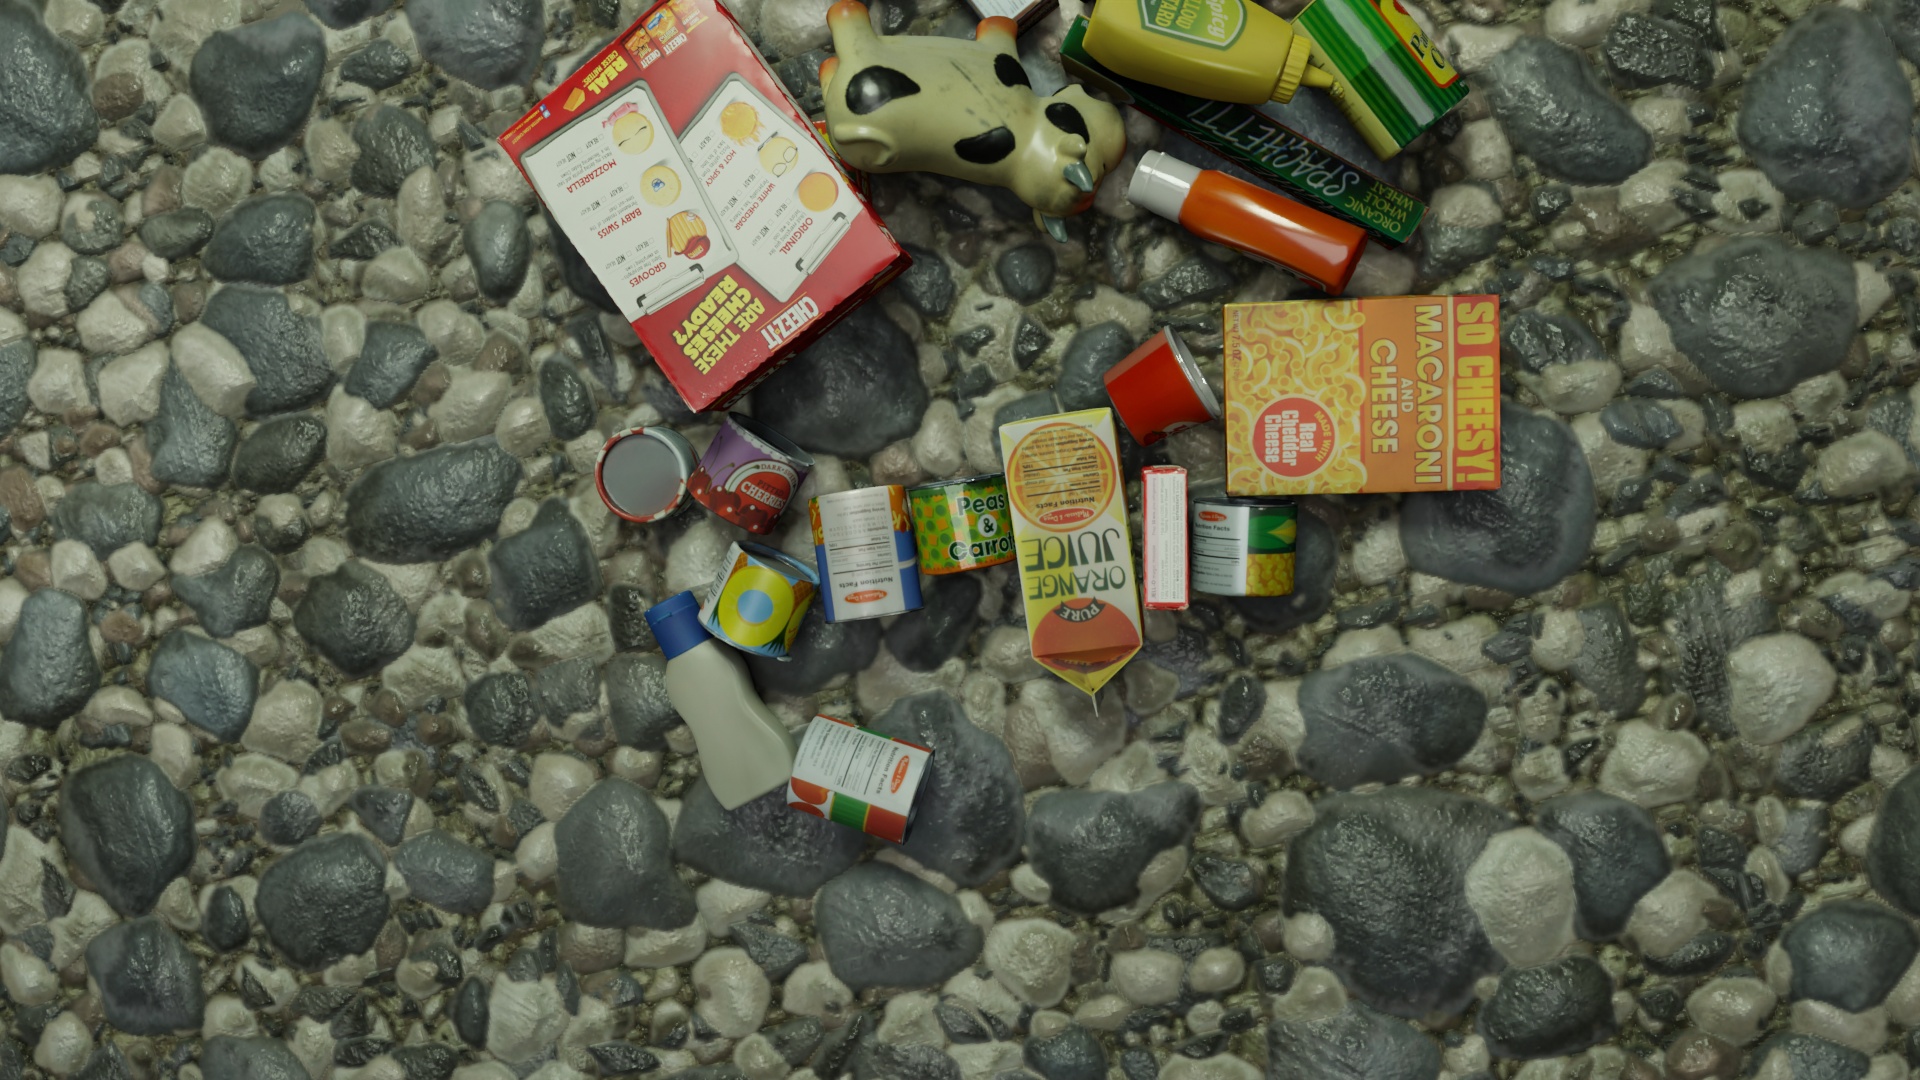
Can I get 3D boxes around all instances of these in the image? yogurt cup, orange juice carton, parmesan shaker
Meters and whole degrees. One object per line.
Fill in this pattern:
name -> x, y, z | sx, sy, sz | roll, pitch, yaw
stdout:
yogurt cup -> 0.127, -0.096, 0.889 | 0.054, 0.072, 0.072 | -29, 90, 17
orange juice carton -> 0.077, 0.014, 0.898 | 0.073, 0.072, 0.192 | -8, 93, 8
parmesan shaker -> 0.255, -0.294, 0.856 | 0.071, 0.071, 0.103 | -40, 92, 9

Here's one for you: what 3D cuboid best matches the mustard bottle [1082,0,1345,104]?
mustard bottle -> 0.157, -0.297, 0.832 | 0.160, 0.048, 0.065 | 18, 72, -1

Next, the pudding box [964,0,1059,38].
pudding box -> 0.020, -0.368, 0.899 | 0.049, 0.030, 0.083 | -38, 89, 10

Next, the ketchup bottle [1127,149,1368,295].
ketchup bottle -> 0.180, -0.203, 0.876 | 0.149, 0.065, 0.043 | 27, 110, 13

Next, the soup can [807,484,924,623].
soup can -> -0.063, 0.009, 0.919 | 0.071, 0.071, 0.083 | -9, 89, 8

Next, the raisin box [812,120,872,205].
raisin box -> -0.122, -0.228, 0.923 | 0.123, 0.040, 0.086 | -5, 93, 9

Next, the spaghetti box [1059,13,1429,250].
spaghetti box -> 0.176, -0.256, 0.876 | 0.250, 0.050, 0.028 | 30, 99, 4

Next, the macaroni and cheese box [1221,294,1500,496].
macaroni and cheese box -> 0.252, -0.092, 0.884 | 0.166, 0.040, 0.123 | -1, 94, 8

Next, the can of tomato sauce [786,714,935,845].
can of tomato sauce -> -0.067, 0.161, 0.932 | 0.083, 0.071, 0.071 | 17, 97, 6

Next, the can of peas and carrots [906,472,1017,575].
can of peas and carrots -> 0.003, -0.011, 0.907 | 0.071, 0.071, 0.058 | -9, 94, 8

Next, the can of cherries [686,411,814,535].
can of cherries -> -0.139, -0.043, 0.923 | 0.071, 0.071, 0.058 | 33, 98, 4

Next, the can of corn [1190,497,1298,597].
can of corn -> 0.183, 0.003, 0.888 | 0.071, 0.071, 0.058 | 2, 96, 7

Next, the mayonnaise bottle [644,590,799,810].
mayonnaise bottle -> -0.167, 0.107, 0.953 | 0.065, 0.041, 0.148 | -28, 89, 9

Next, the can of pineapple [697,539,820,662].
can of pineapple -> -0.133, 0.040, 0.931 | 0.071, 0.071, 0.057 | 27, 97, 5

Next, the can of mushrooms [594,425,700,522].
can of mushrooms -> -0.216, -0.044, 0.952 | 0.071, 0.033, 0.071 | 1, 95, 7
